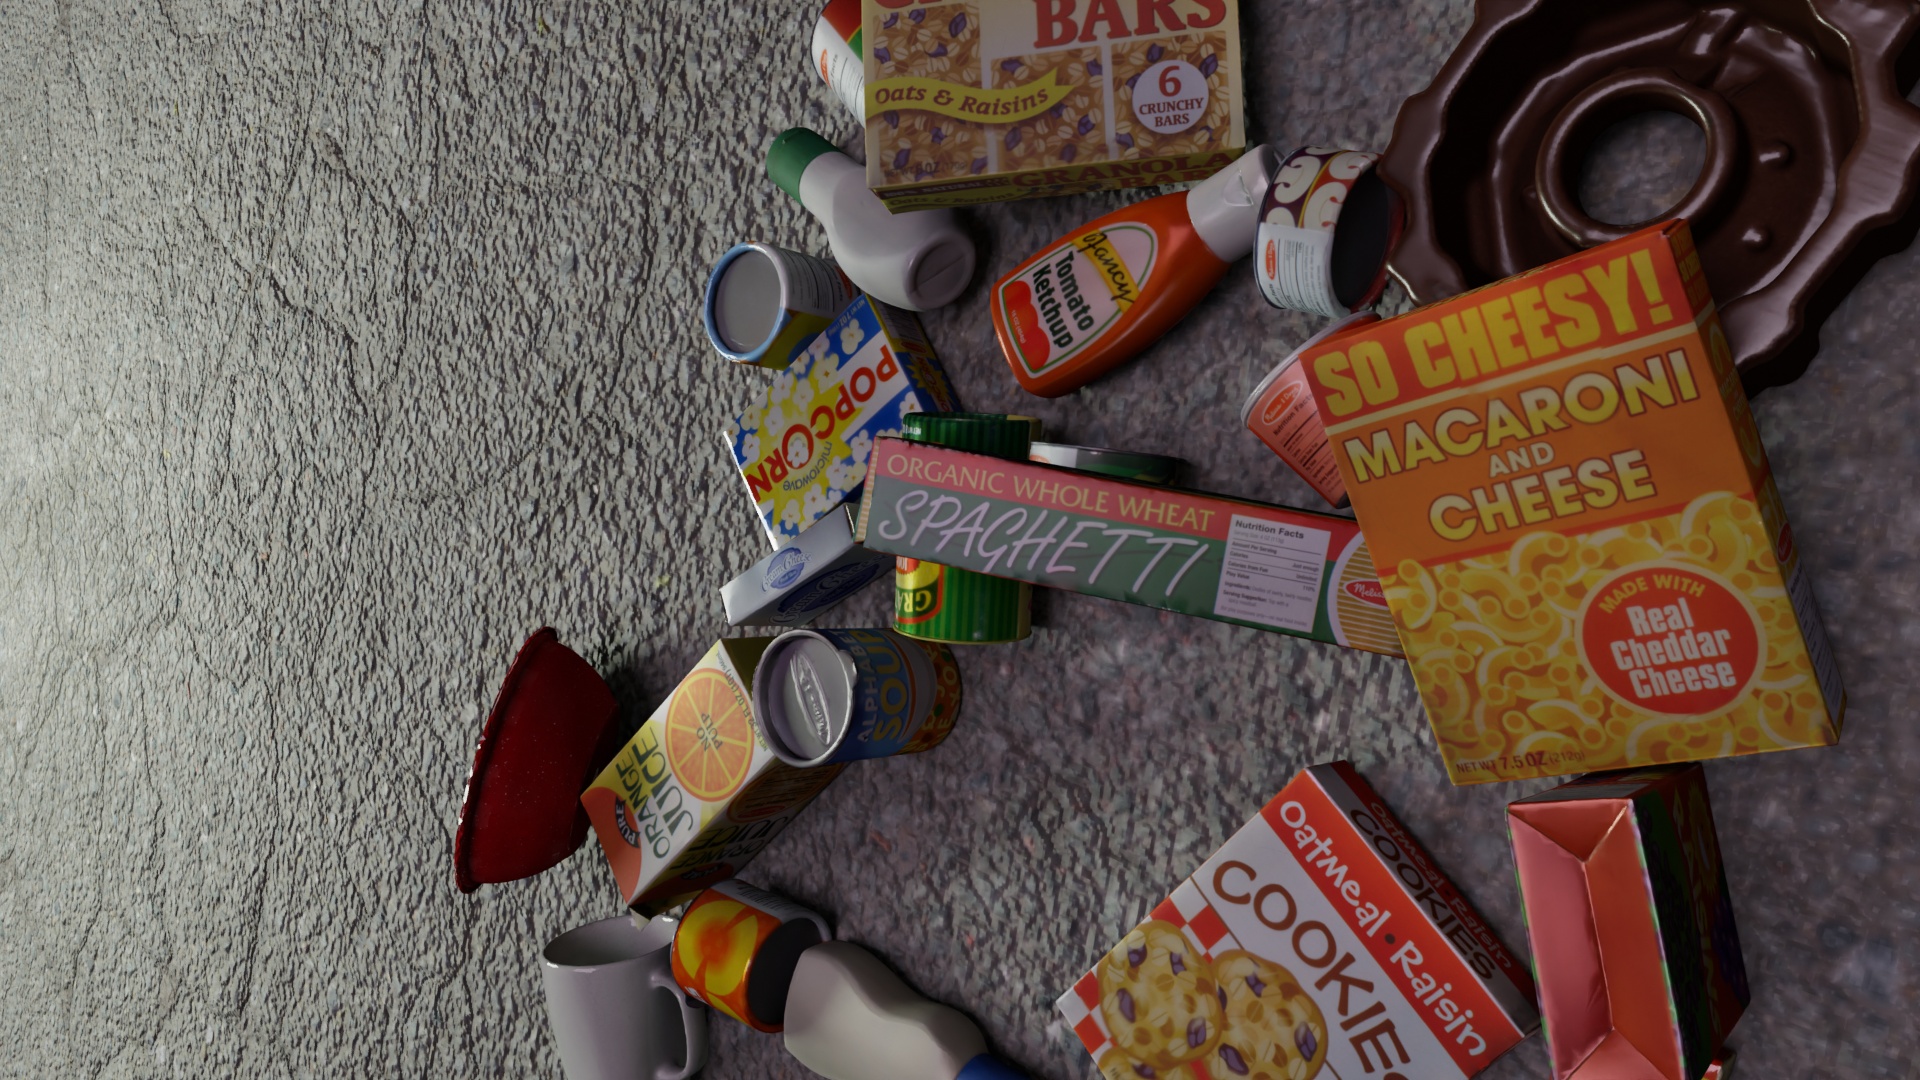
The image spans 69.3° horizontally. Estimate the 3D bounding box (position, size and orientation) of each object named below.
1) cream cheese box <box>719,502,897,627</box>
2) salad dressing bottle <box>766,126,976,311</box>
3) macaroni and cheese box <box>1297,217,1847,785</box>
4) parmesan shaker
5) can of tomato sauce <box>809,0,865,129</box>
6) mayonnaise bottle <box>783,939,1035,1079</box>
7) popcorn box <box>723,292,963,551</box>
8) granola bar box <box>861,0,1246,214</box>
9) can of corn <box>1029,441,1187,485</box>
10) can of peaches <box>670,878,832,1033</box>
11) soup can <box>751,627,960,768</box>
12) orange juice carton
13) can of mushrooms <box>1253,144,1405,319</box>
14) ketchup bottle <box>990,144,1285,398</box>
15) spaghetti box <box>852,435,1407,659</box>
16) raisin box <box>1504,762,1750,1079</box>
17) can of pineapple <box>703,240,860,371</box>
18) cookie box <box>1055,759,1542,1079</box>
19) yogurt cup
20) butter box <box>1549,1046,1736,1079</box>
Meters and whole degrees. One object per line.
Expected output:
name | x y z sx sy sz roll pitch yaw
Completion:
cream cheese box | -0.074 0.015 0.731 0.103 0.053 0.024 -32 67 33
salad dressing bottle | -0.051 -0.172 0.725 0.064 0.043 0.148 -36 51 -12
macaroni and cheese box | 0.201 -0.007 0.465 0.123 0.040 0.166 -17 98 39
parmesan shaker | 0.002 -0.008 0.658 0.071 0.071 0.103 8 99 39
can of tomato sauce | -0.026 -0.235 0.701 0.071 0.071 0.083 -50 60 25
mayonnaise bottle | -0.023 0.254 0.685 0.148 0.041 0.064 17 99 37
popcorn box | -0.062 -0.058 0.735 0.126 0.038 0.085 -39 66 30
granola bar box | 0.041 -0.219 0.621 0.165 0.039 0.124 -3 84 12
can of corn | 0.063 -0.012 0.618 0.071 0.071 0.058 9 94 38
can of peaches | -0.111 0.223 0.739 0.058 0.071 0.071 9 93 38
soup can | -0.048 0.075 0.687 0.071 0.084 0.071 -2 87 38
orange juice carton | -0.141 0.137 0.765 0.192 0.073 0.072 -46 62 28
can of mushrooms | 0.149 -0.125 0.556 0.033 0.071 0.071 20 100 38
ketchup bottle | 0.082 -0.121 0.618 0.148 0.043 0.065 -28 73 36
spaghetti box | 0.080 0.002 0.563 0.250 0.029 0.050 11 95 14
raisin box | 0.218 0.120 0.448 0.040 0.123 0.086 -15 79 36
can of pineapple | -0.098 -0.124 0.756 0.071 0.058 0.071 -2 86 39
cookie box | 0.133 0.189 0.566 0.166 0.040 0.123 -51 59 25
yogurt cup | 0.154 -0.049 0.549 0.072 0.072 0.054 -45 70 28
butter box | 0.233 0.219 0.493 0.053 0.024 0.103 16 97 37
